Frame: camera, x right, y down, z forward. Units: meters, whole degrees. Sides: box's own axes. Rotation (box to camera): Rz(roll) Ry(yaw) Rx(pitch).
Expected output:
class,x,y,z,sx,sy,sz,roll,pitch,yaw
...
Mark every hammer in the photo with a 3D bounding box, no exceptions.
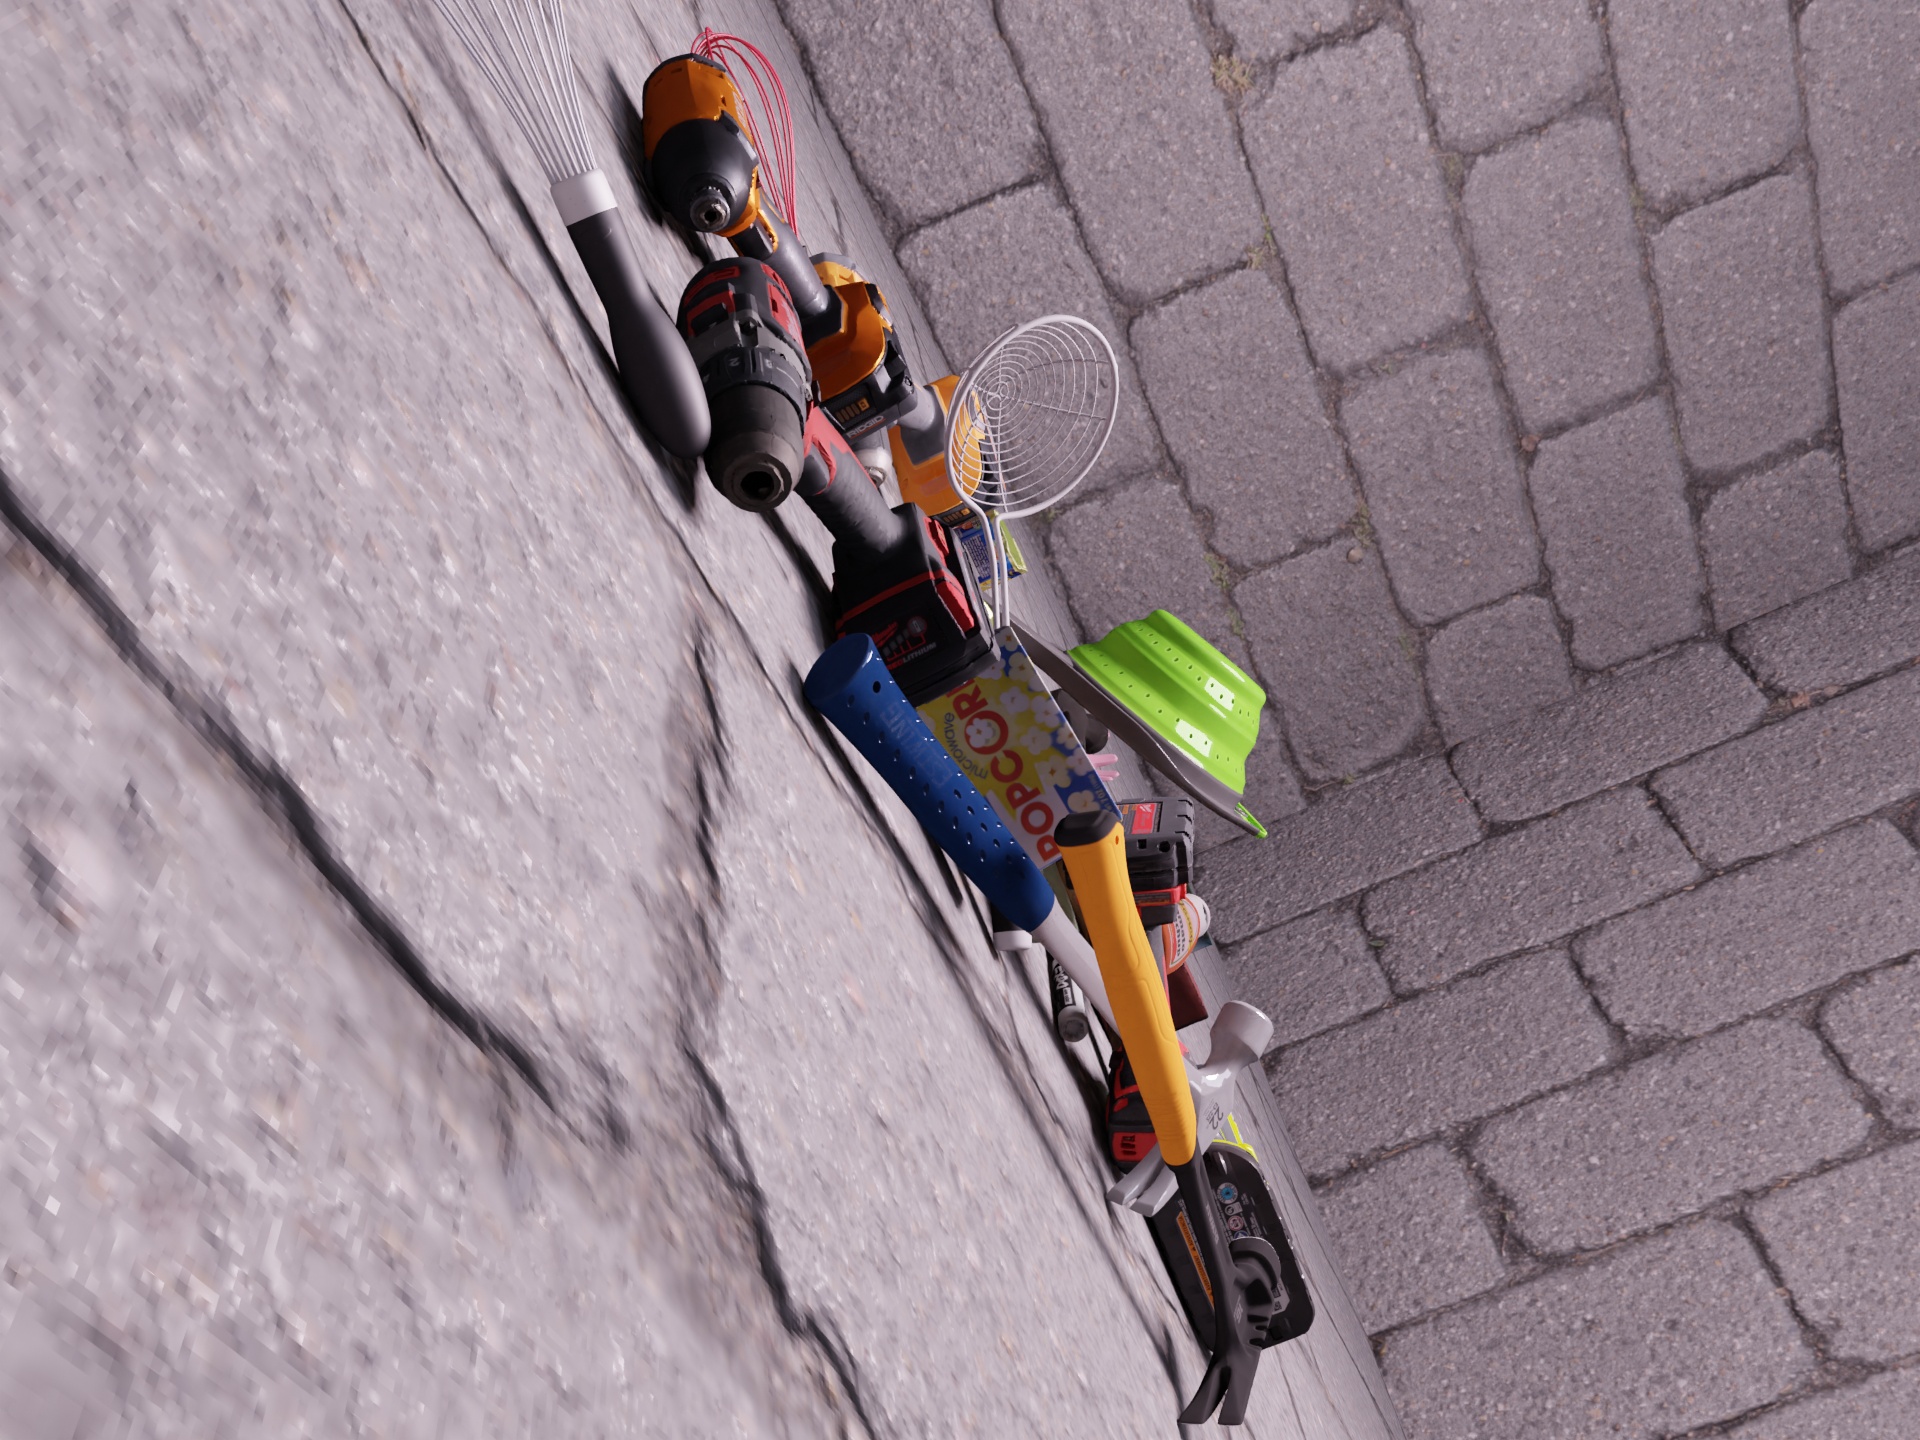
class,x,y,z,sx,sy,sz,roll,pitch,yaw
hammer,0.044,0.112,0.836,0.035,0.144,0.405,7,-36,47
hammer,0.101,0.128,1.176,0.130,0.031,0.332,34,41,-57
hammer,0.107,0.204,0.838,0.127,0.034,0.336,-49,125,-58

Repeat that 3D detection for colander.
class,x,y,z,sx,sy,sz,roll,pitch,yaw
colander,0.104,-0.064,1.199,0.396,0.094,0.205,36,8,-19

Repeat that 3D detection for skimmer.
class,x,y,z,sx,sy,sz,roll,pitch,yaw
skimmer,0.045,-0.051,0.926,0.127,0.090,0.363,9,75,-45

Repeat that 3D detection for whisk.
class,x,y,z,sx,sy,sz,roll,pitch,yaw
whisk,-0.161,-0.234,0.616,0.070,0.070,0.284,-92,162,-70
whisk,-0.135,-0.377,1.212,0.073,0.073,0.295,-96,167,-67

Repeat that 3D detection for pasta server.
class,x,y,z,sx,sy,sz,roll,pitch,yaw
pasta server,0.066,0.027,1.257,0.316,0.040,0.060,1,70,-71

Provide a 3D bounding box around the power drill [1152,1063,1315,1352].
class,x,y,z,sx,sy,sz,roll,pitch,yaw
power drill,0.190,0.358,1.125,0.228,0.080,0.190,14,54,-83

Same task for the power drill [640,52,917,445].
class,x,y,z,sx,sy,sz,roll,pitch,yaw
power drill,-0.112,-0.273,0.963,0.226,0.084,0.164,54,14,-40

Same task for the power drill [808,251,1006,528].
class,x,y,z,sx,sy,sz,roll,pitch,yaw
power drill,-0.046,-0.219,1.193,0.226,0.084,0.185,36,37,-57

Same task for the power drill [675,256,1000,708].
class,x,y,z,sx,sy,sz,roll,pitch,yaw
power drill,-0.065,-0.103,0.786,0.226,0.080,0.188,57,12,-38

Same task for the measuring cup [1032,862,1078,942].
class,x,y,z,sx,sy,sz,roll,pitch,yaw
measuring cup,0.042,0.094,1.056,0.168,0.038,0.083,-90,155,-76

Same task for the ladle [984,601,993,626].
class,x,y,z,sx,sy,sz,roll,pitch,yaw
ladle,-0.003,-0.060,1.152,0.078,0.062,0.320,30,2,4

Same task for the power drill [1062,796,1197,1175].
class,x,y,z,sx,sy,sz,roll,pitch,yaw
power drill,0.118,0.166,1.023,0.143,0.078,0.219,-53,138,-75

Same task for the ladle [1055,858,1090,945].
class,x,y,z,sx,sy,sz,roll,pitch,yaw
ladle,0.096,0.139,1.327,0.069,0.031,0.315,-12,79,-77
